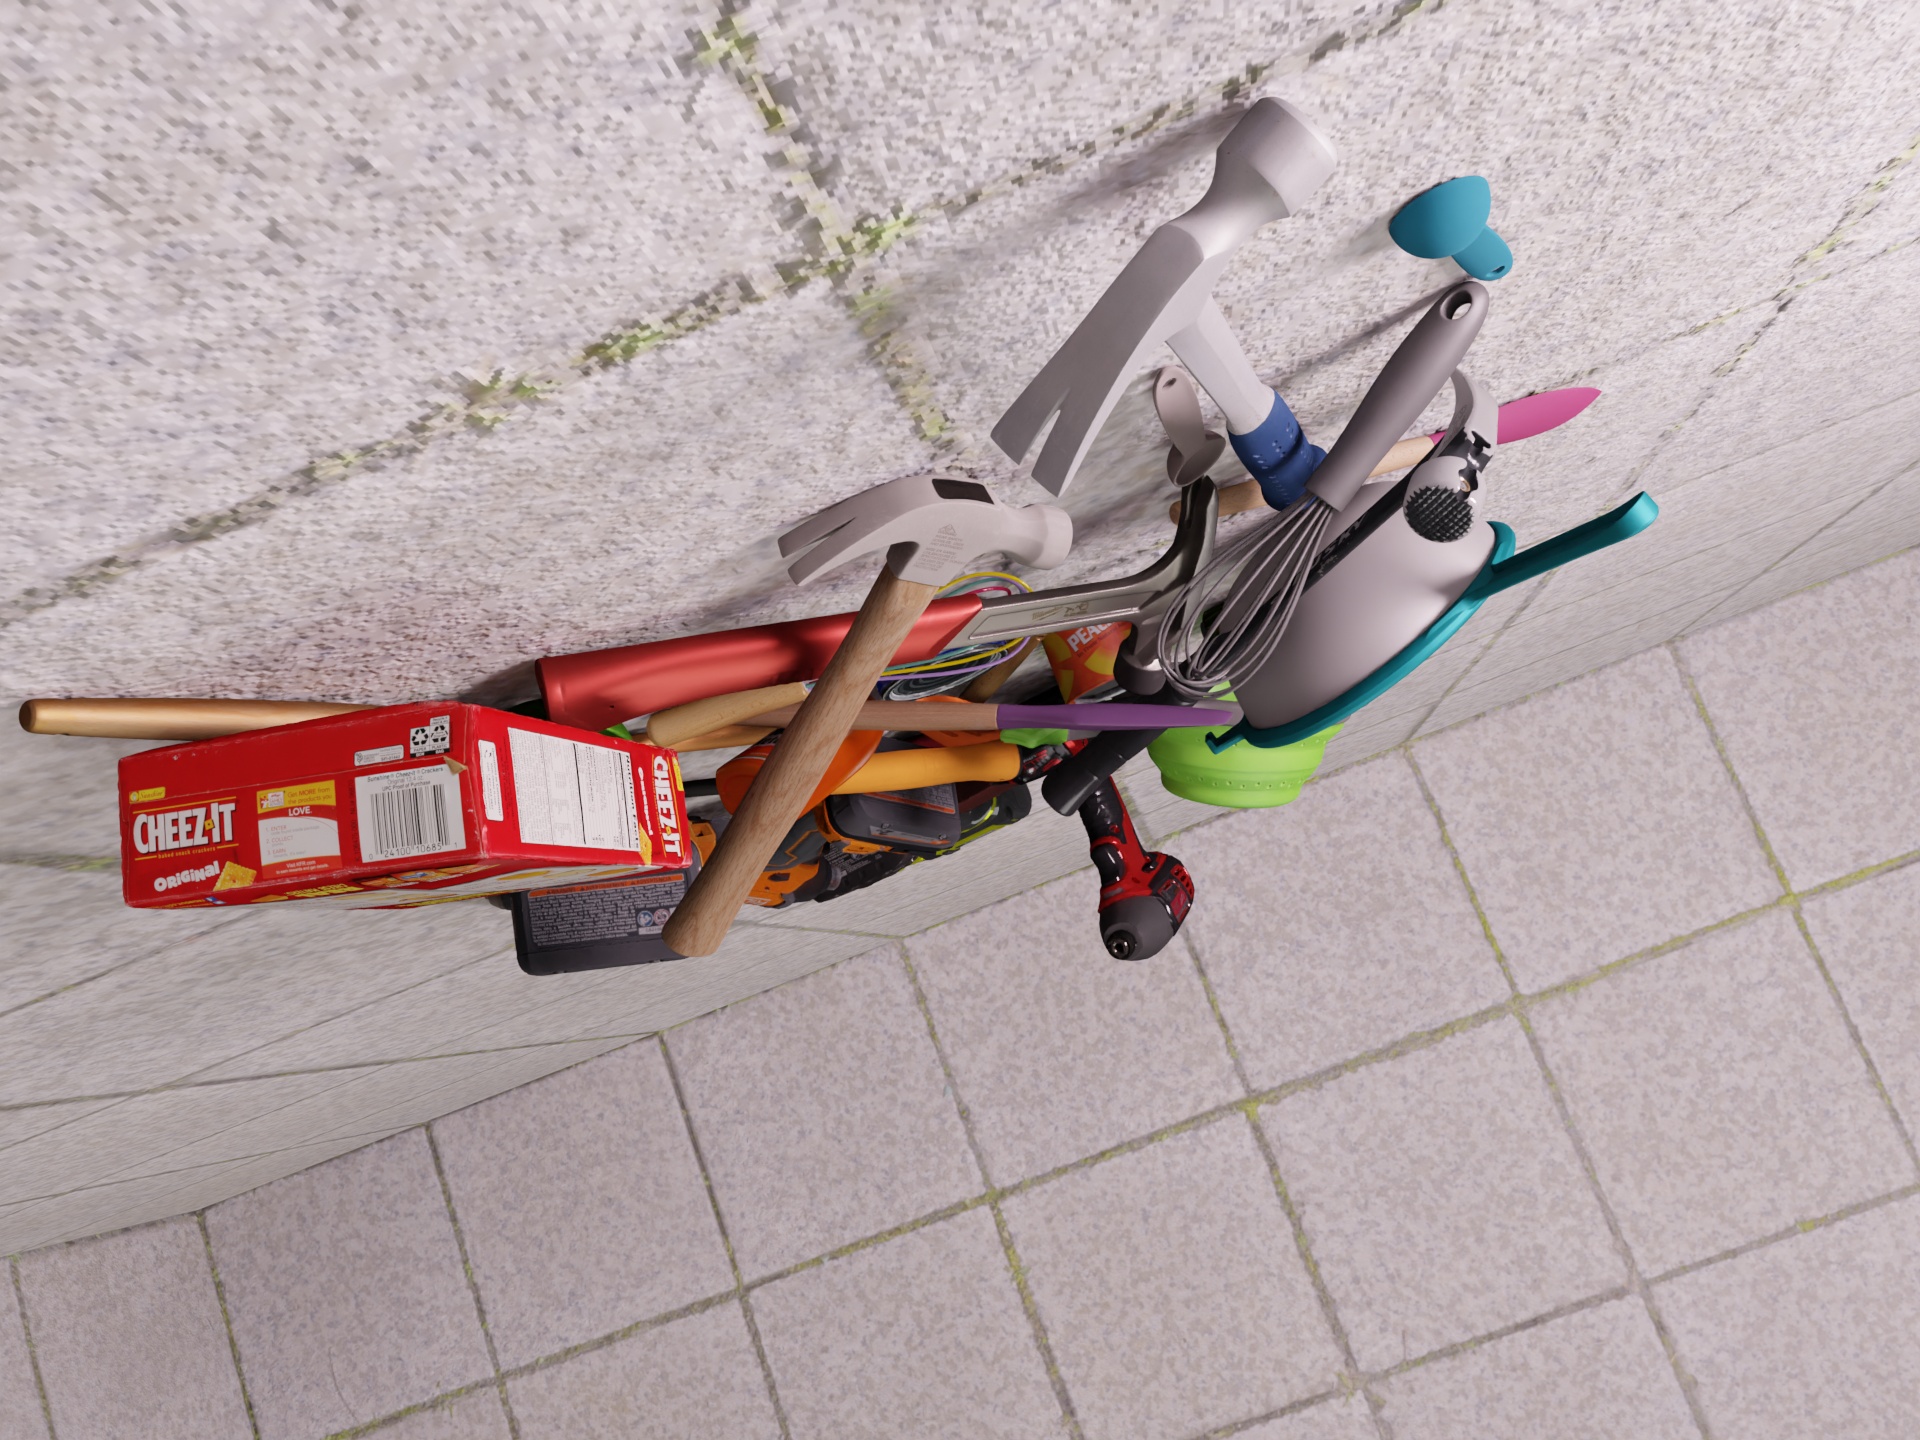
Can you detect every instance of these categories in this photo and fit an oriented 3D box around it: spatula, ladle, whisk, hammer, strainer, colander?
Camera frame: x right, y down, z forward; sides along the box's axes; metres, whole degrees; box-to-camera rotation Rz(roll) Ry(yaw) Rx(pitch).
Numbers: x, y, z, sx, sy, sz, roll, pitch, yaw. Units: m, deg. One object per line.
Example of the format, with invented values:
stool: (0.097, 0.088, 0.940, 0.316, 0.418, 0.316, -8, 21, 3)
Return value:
spatula: (-0.001, -0.003, 0.923, 0.316, 0.018, 0.060, 0, -170, 16)
ladle: (0.003, -0.011, 1.179, 0.069, 0.031, 0.315, -8, 163, -24)
whisk: (0.174, -0.110, 0.770, 0.239, 0.055, 0.055, -54, 159, 13)
hammer: (-0.037, -0.051, 0.827, 0.359, 0.037, 0.149, -10, 136, -19)
strainer: (0.262, -0.098, 0.956, 0.211, 0.095, 0.340, -45, -173, -24)
hammer: (0.163, -0.051, 0.929, 0.408, 0.036, 0.149, -46, -170, 47)
hammer: (0.122, -0.136, 0.705, 0.144, 0.035, 0.405, -48, 166, 11)
whisk: (-0.072, -0.034, 0.921, 0.245, 0.051, 0.047, -19, 150, 12)
hammer: (-0.097, 0.036, 1.057, 0.336, 0.034, 0.127, -5, 172, -33)
spatula: (-0.087, 0.010, 1.076, 0.322, 0.041, 0.081, -7, 171, -45)
hammer: (-0.078, 0.009, 0.814, 0.130, 0.031, 0.331, 8, 130, -36)
colander: (0.165, 0.023, 1.210, 0.205, 0.094, 0.397, 12, -166, 40)

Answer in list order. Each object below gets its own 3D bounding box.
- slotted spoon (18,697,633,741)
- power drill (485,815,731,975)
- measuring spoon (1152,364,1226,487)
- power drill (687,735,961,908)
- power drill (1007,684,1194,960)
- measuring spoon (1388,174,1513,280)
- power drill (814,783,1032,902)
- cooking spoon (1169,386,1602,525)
slotted spoon: (-0.274, 0.001, 0.741, 0.070, 0.031, 0.313, -5, 176, 32)
power drill: (-0.246, 0.111, 1.072, 0.185, 0.084, 0.226, -6, -177, -3)
measuring spoon: (0.105, -0.146, 0.767, 0.034, 0.018, 0.124, -40, 160, 4)
power drill: (-0.106, 0.089, 1.245, 0.226, 0.084, 0.164, -27, 151, 38)
power drill: (0.106, 0.083, 1.254, 0.078, 0.219, 0.143, -27, -176, 26)
measuring spoon: (0.221, -0.201, 0.684, 0.042, 0.021, 0.128, -27, 166, 29)
power drill: (-0.053, 0.107, 1.508, 0.171, 0.080, 0.223, -27, 170, 29)
cooking spoon: (0.262, -0.159, 0.962, 0.319, 0.017, 0.068, -17, 169, -22)
